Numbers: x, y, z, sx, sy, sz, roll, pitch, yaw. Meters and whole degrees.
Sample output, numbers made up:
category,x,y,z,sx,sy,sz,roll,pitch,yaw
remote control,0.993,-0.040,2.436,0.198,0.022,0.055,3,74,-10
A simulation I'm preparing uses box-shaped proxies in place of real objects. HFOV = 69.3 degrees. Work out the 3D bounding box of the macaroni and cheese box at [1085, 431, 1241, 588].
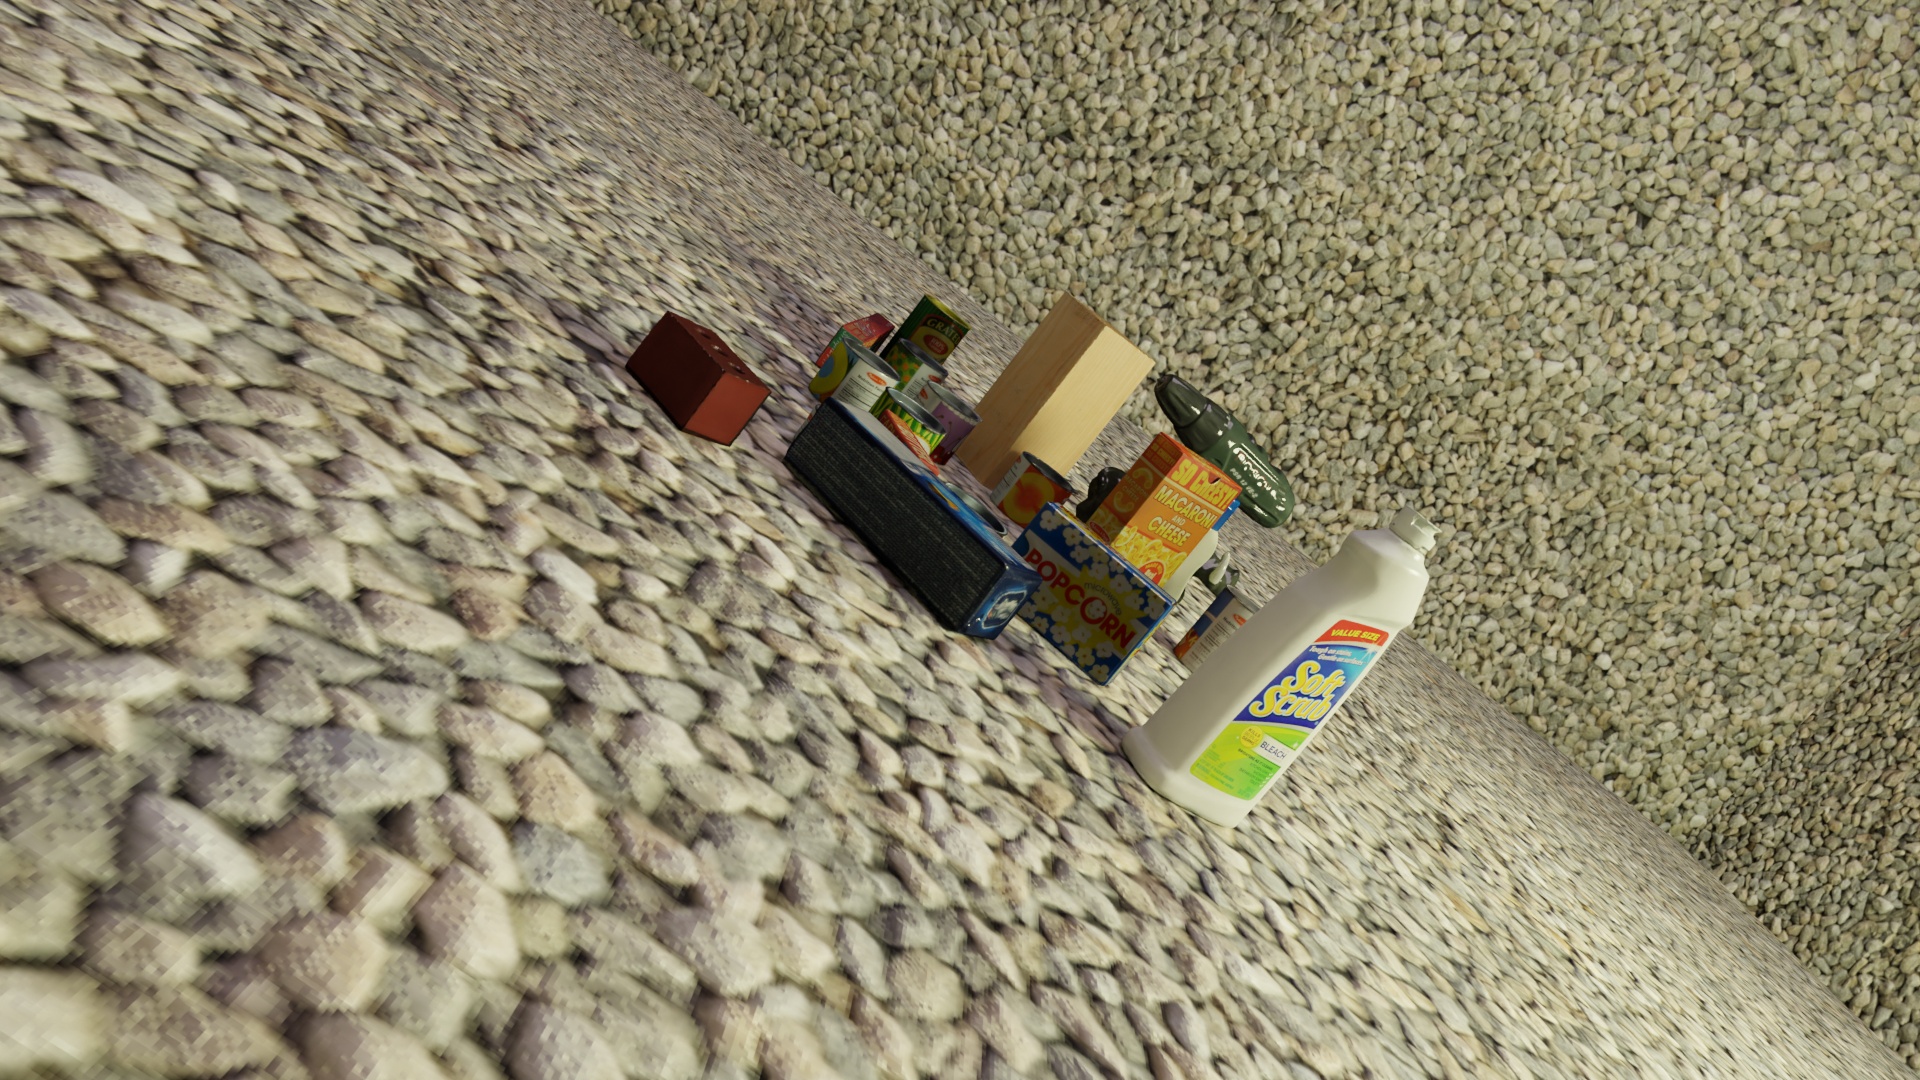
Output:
category,x,y,z,sx,sy,sz,roll,pitch,yaw
macaroni and cheese box,0.176,-0.010,1.306,0.123,0.166,0.040,23,19,-51

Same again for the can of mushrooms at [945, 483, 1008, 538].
category,x,y,z,sx,sy,sz,roll,pitch,yaw
can of mushrooms,0.004,-0.014,1.152,0.071,0.033,0.071,36,13,-9

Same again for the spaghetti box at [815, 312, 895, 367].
category,x,y,z,sx,sy,sz,roll,pitch,yaw
spaghetti box,-0.110,-0.212,1.495,0.028,0.050,0.251,37,13,-4

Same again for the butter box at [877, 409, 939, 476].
category,x,y,z,sx,sy,sz,roll,pitch,yaw
butter box,-0.054,-0.061,1.112,0.024,0.053,0.104,31,14,-31

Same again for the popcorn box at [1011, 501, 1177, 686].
category,x,y,z,sx,sy,sz,roll,pitch,yaw
popcorn box,0.094,0.041,1.085,0.127,0.085,0.038,41,12,11

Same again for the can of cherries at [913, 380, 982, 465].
category,x,y,z,sx,sy,sz,roll,pitch,yaw
can of cherries,-0.021,-0.115,1.380,0.071,0.058,0.072,36,12,-9

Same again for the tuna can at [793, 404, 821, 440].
category,x,y,z,sx,sy,sz,roll,pitch,yaw
tuna can,-0.094,-0.073,1.089,0.071,0.032,0.071,36,13,-9

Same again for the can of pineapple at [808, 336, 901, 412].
category,x,y,z,sx,sy,sz,roll,pitch,yaw
can of pineapple,-0.098,-0.146,1.279,0.071,0.057,0.071,36,12,-9

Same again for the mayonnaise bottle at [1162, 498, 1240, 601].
category,x,y,z,sx,sy,sz,roll,pitch,yaw
mayonnaise bottle,0.226,0.008,1.426,0.064,0.147,0.041,33,13,-23

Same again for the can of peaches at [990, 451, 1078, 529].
category,x,y,z,sx,sy,sz,roll,pitch,yaw
can of peaches,0.074,-0.046,1.400,0.071,0.058,0.071,36,12,-9

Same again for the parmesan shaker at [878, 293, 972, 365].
category,x,y,z,sx,sy,sz,roll,pitch,yaw
parmesan shaker,-0.043,-0.221,1.591,0.071,0.103,0.071,36,12,-9

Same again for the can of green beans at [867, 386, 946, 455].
category,x,y,z,sx,sy,sz,roll,pitch,yaw
can of green beans,-0.055,-0.091,1.202,0.071,0.057,0.071,36,12,-9

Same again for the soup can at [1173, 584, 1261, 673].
category,x,y,z,sx,sy,sz,roll,pitch,yaw
soup can,0.259,0.095,1.354,0.071,0.083,0.071,36,12,-9

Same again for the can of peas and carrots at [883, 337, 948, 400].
category,x,y,z,sx,sy,sz,roll,pitch,yaw
can of peas and carrots,-0.057,-0.177,1.499,0.071,0.058,0.071,36,12,-9
